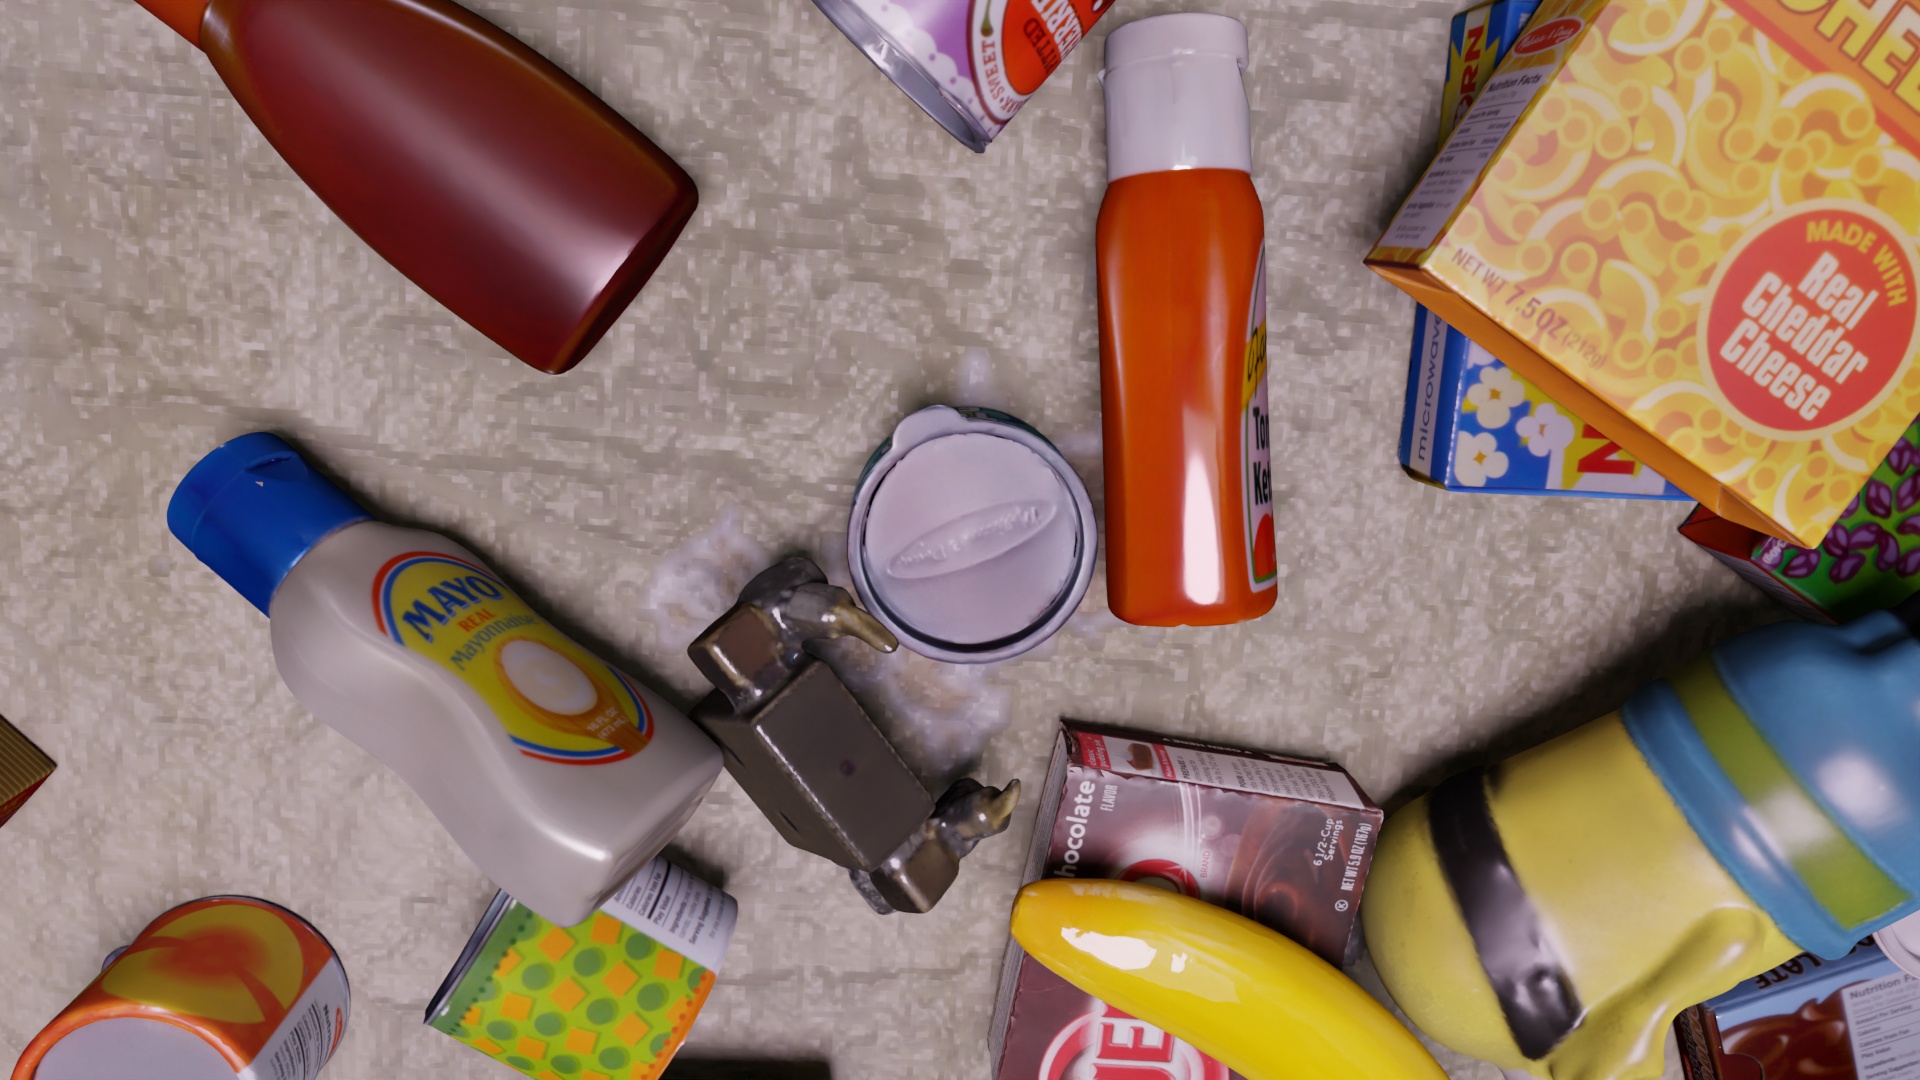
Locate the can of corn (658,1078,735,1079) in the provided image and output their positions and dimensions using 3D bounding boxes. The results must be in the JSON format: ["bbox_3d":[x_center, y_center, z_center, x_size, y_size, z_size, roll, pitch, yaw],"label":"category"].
[{"bbox_3d":[-0.066,0.191,0.400,0.058,0.071,0.071,3,103,-4],"label":"can of corn"}]

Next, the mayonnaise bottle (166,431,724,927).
[{"bbox_3d":[-0.134,0.030,0.354,0.148,0.065,0.041,38,117,5],"label":"mayonnaise bottle"}]

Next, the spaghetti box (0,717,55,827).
[{"bbox_3d":[-0.344,-0.011,0.346,0.028,0.050,0.250,-41,101,4],"label":"spaghetti box"}]

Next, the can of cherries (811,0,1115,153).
[{"bbox_3d":[0.002,-0.135,0.329,0.071,0.071,0.058,41,96,-11],"label":"can of cherries"}]

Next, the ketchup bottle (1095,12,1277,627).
[{"bbox_3d":[0.057,-0.055,0.356,0.043,0.065,0.148,-2,94,15],"label":"ketchup bottle"}]

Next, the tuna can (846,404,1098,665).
[{"bbox_3d":[0.001,-0.005,0.376,0.071,0.033,0.071,-1,103,-3],"label":"tuna can"}]

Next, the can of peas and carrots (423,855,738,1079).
[{"bbox_3d":[-0.103,0.116,0.380,0.059,0.071,0.071,32,99,-10],"label":"can of peas and carrots"}]

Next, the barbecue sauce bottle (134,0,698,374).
[{"bbox_3d":[-0.141,-0.108,0.340,0.148,0.044,0.065,37,98,-10],"label":"barbecue sauce bottle"}]

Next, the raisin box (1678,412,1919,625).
[{"bbox_3d":[0.283,-0.001,0.391,0.123,0.040,0.086,32,98,-8],"label":"raisin box"}]

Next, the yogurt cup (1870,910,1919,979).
[{"bbox_3d":[0.279,0.086,0.402,0.072,0.054,0.072,-1,103,-3],"label":"yogurt cup"}]

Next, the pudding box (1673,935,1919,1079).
[{"bbox_3d":[0.265,0.145,0.427,0.084,0.030,0.049,-18,104,1],"label":"pudding box"}]

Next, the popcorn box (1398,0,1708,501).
[{"bbox_3d":[0.170,-0.075,0.368,0.085,0.038,0.126,2,102,-3],"label":"popcorn box"}]

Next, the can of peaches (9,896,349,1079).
[{"bbox_3d":[-0.215,0.141,0.383,0.071,0.058,0.071,-1,103,-4],"label":"can of peaches"}]

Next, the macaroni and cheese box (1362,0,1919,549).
[{"bbox_3d":[0.196,-0.100,0.322,0.123,0.040,0.166,32,99,-11],"label":"macaroni and cheese box"}]
